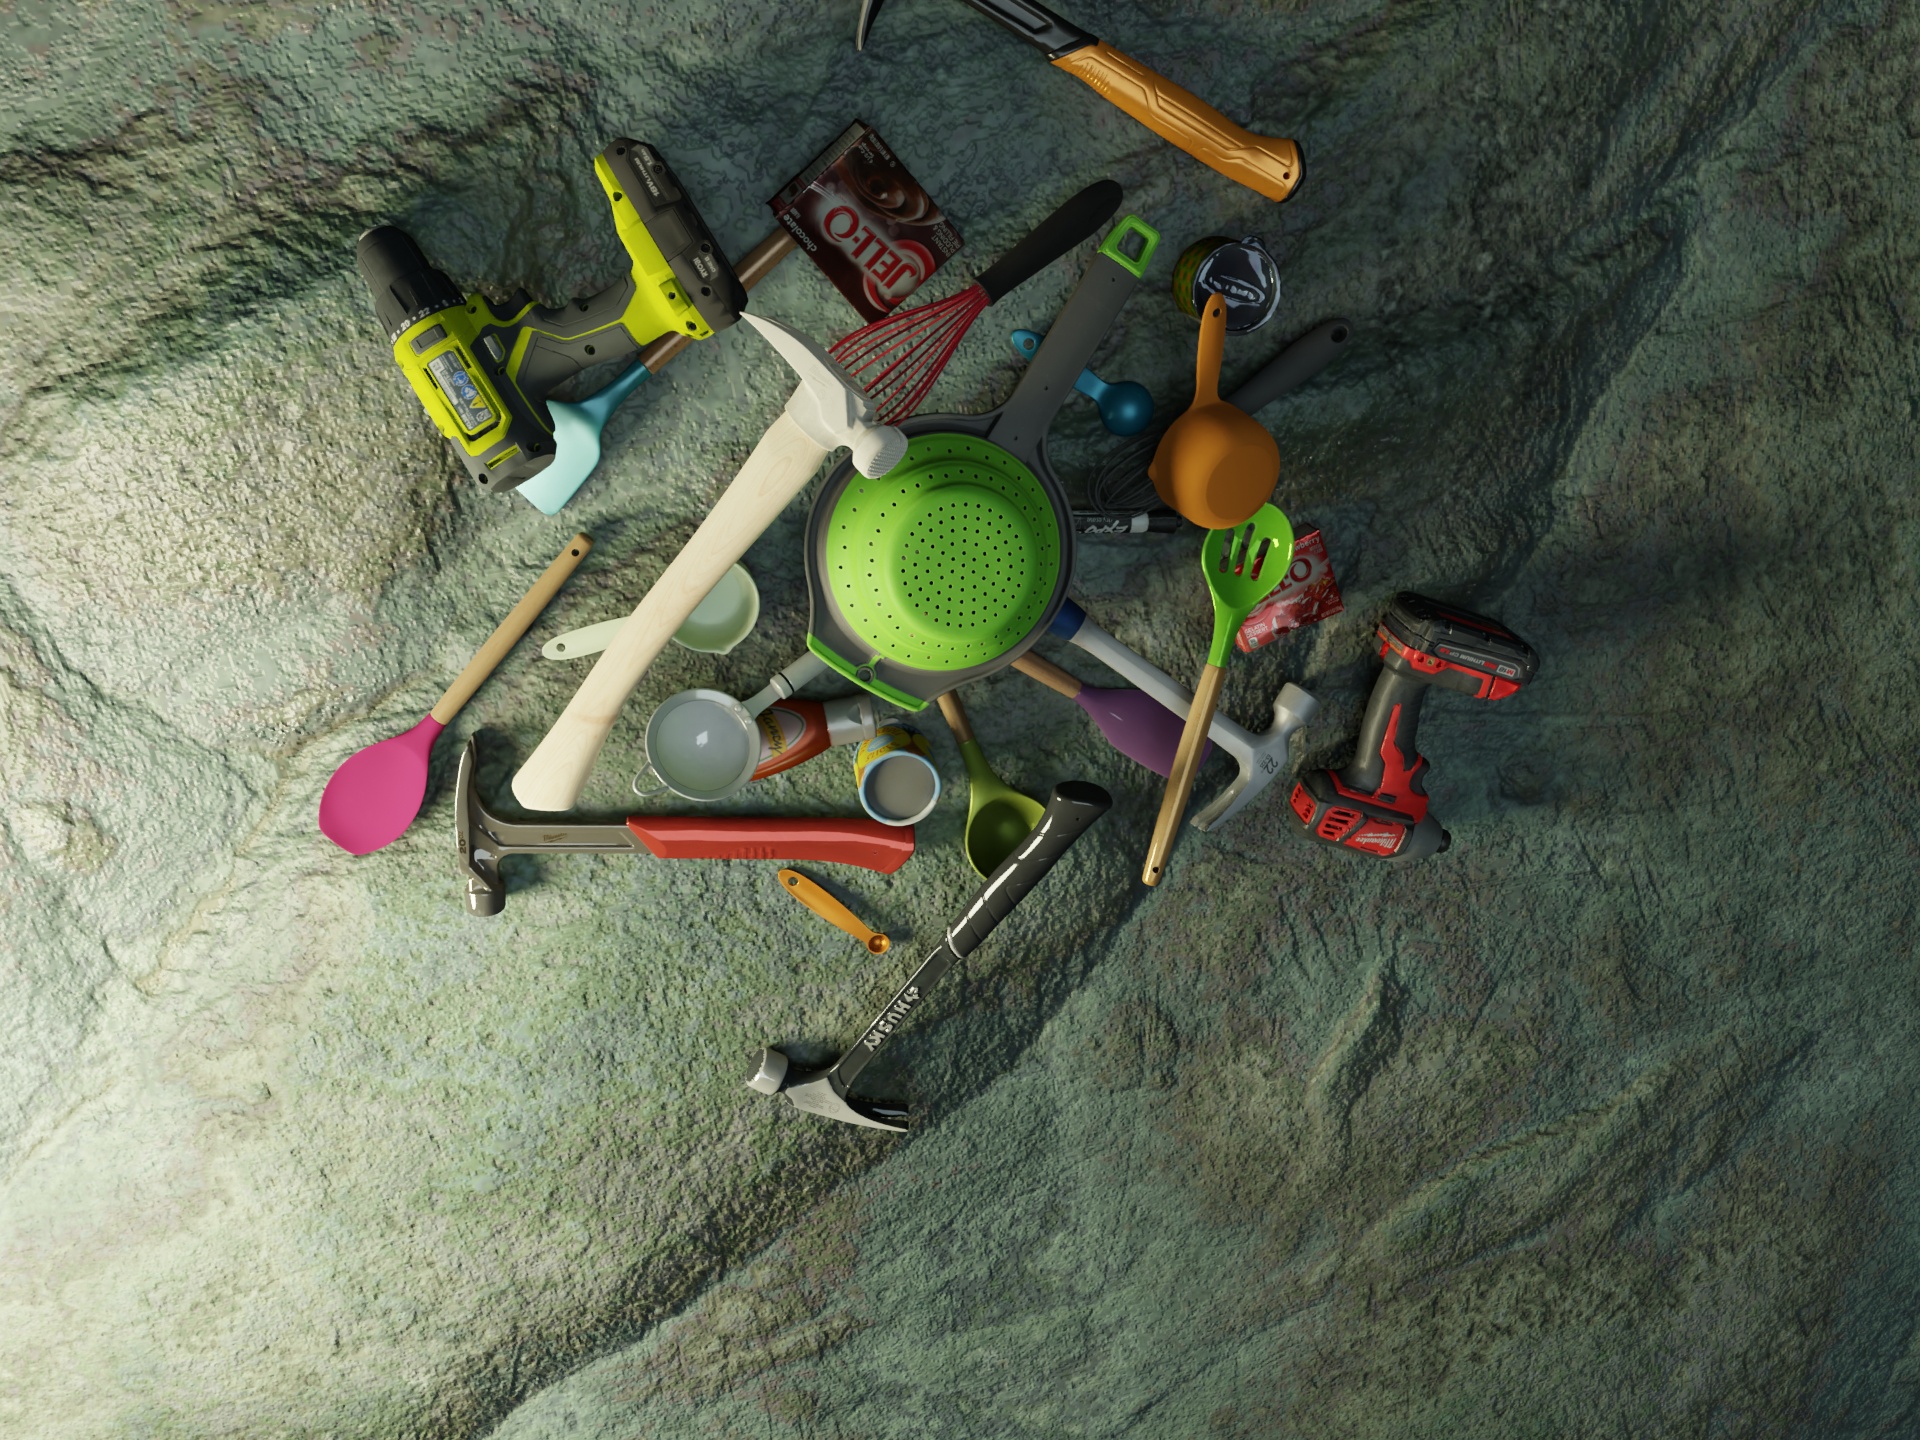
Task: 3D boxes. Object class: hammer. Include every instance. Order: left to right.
[{"bbox_3d":[-0.209,-0.093,1.130,0.146,0.038,0.410,48,113,15],"label":"hammer"},{"bbox_3d":[-0.215,0.085,1.269,0.359,0.037,0.149,1,111,-9],"label":"hammer"},{"bbox_3d":[-0.010,0.197,1.300,0.149,0.036,0.409,29,118,-20],"label":"hammer"},{"bbox_3d":[0.097,-0.063,1.250,0.405,0.035,0.144,34,88,-17],"label":"hammer"},{"bbox_3d":[0.094,-0.448,1.108,0.336,0.034,0.127,24,105,-17],"label":"hammer"}]

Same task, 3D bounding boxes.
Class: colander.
[{"bbox_3d":[0.036,-0.186,1.138,0.204,0.094,0.397,31,95,-16],"label":"colander"}]

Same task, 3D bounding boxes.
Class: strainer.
[{"bbox_3d":[-0.141,-0.020,1.206,0.258,0.050,0.087,-38,89,-16],"label":"strainer"}]

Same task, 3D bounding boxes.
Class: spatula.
[{"bbox_3d":[-0.208,-0.273,1.137,0.317,0.044,0.082,-41,111,3],"label":"spatula"},{"bbox_3d":[0.074,-0.038,1.276,0.315,0.018,0.060,28,96,-19],"label":"spatula"}]

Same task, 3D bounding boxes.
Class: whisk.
[{"bbox_3d":[0.000,-0.291,1.127,0.296,0.073,0.073,-39,113,-6],"label":"whisk"},{"bbox_3d":[0.198,-0.232,1.207,0.239,0.055,0.055,-36,113,1],"label":"whisk"}]

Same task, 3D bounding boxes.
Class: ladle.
[{"bbox_3d":[-0.002,-0.004,1.247,0.078,0.062,0.320,-27,116,-8],"label":"ladle"}]

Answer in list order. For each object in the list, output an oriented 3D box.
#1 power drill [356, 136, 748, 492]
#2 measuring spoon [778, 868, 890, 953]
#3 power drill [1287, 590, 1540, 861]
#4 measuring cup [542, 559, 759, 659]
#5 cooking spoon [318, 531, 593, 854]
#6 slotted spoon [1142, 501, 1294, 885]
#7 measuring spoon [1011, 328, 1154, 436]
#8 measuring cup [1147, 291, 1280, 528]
[{"bbox_3d":[-0.280,-0.290,1.077,0.228,0.080,0.190,-31,93,4],"label":"power drill"},{"bbox_3d":[-0.106,0.158,1.332,0.116,0.011,0.021,39,102,-17],"label":"measuring spoon"},{"bbox_3d":[0.377,0.017,1.317,0.143,0.079,0.219,16,111,-15],"label":"power drill"},{"bbox_3d":[-0.234,-0.080,1.201,0.167,0.038,0.083,-17,113,0],"label":"measuring cup"},{"bbox_3d":[-0.381,-0.020,1.210,0.068,0.017,0.319,40,101,-11],"label":"cooking spoon"},{"bbox_3d":[0.191,-0.019,1.245,0.070,0.031,0.313,14,99,-5],"label":"slotted spoon"},{"bbox_3d":[0.092,-0.254,1.190,0.128,0.021,0.042,29,104,-19],"label":"measuring spoon"},{"bbox_3d":[0.190,-0.218,1.145,0.095,0.052,0.173,-18,131,-20],"label":"measuring cup"}]
